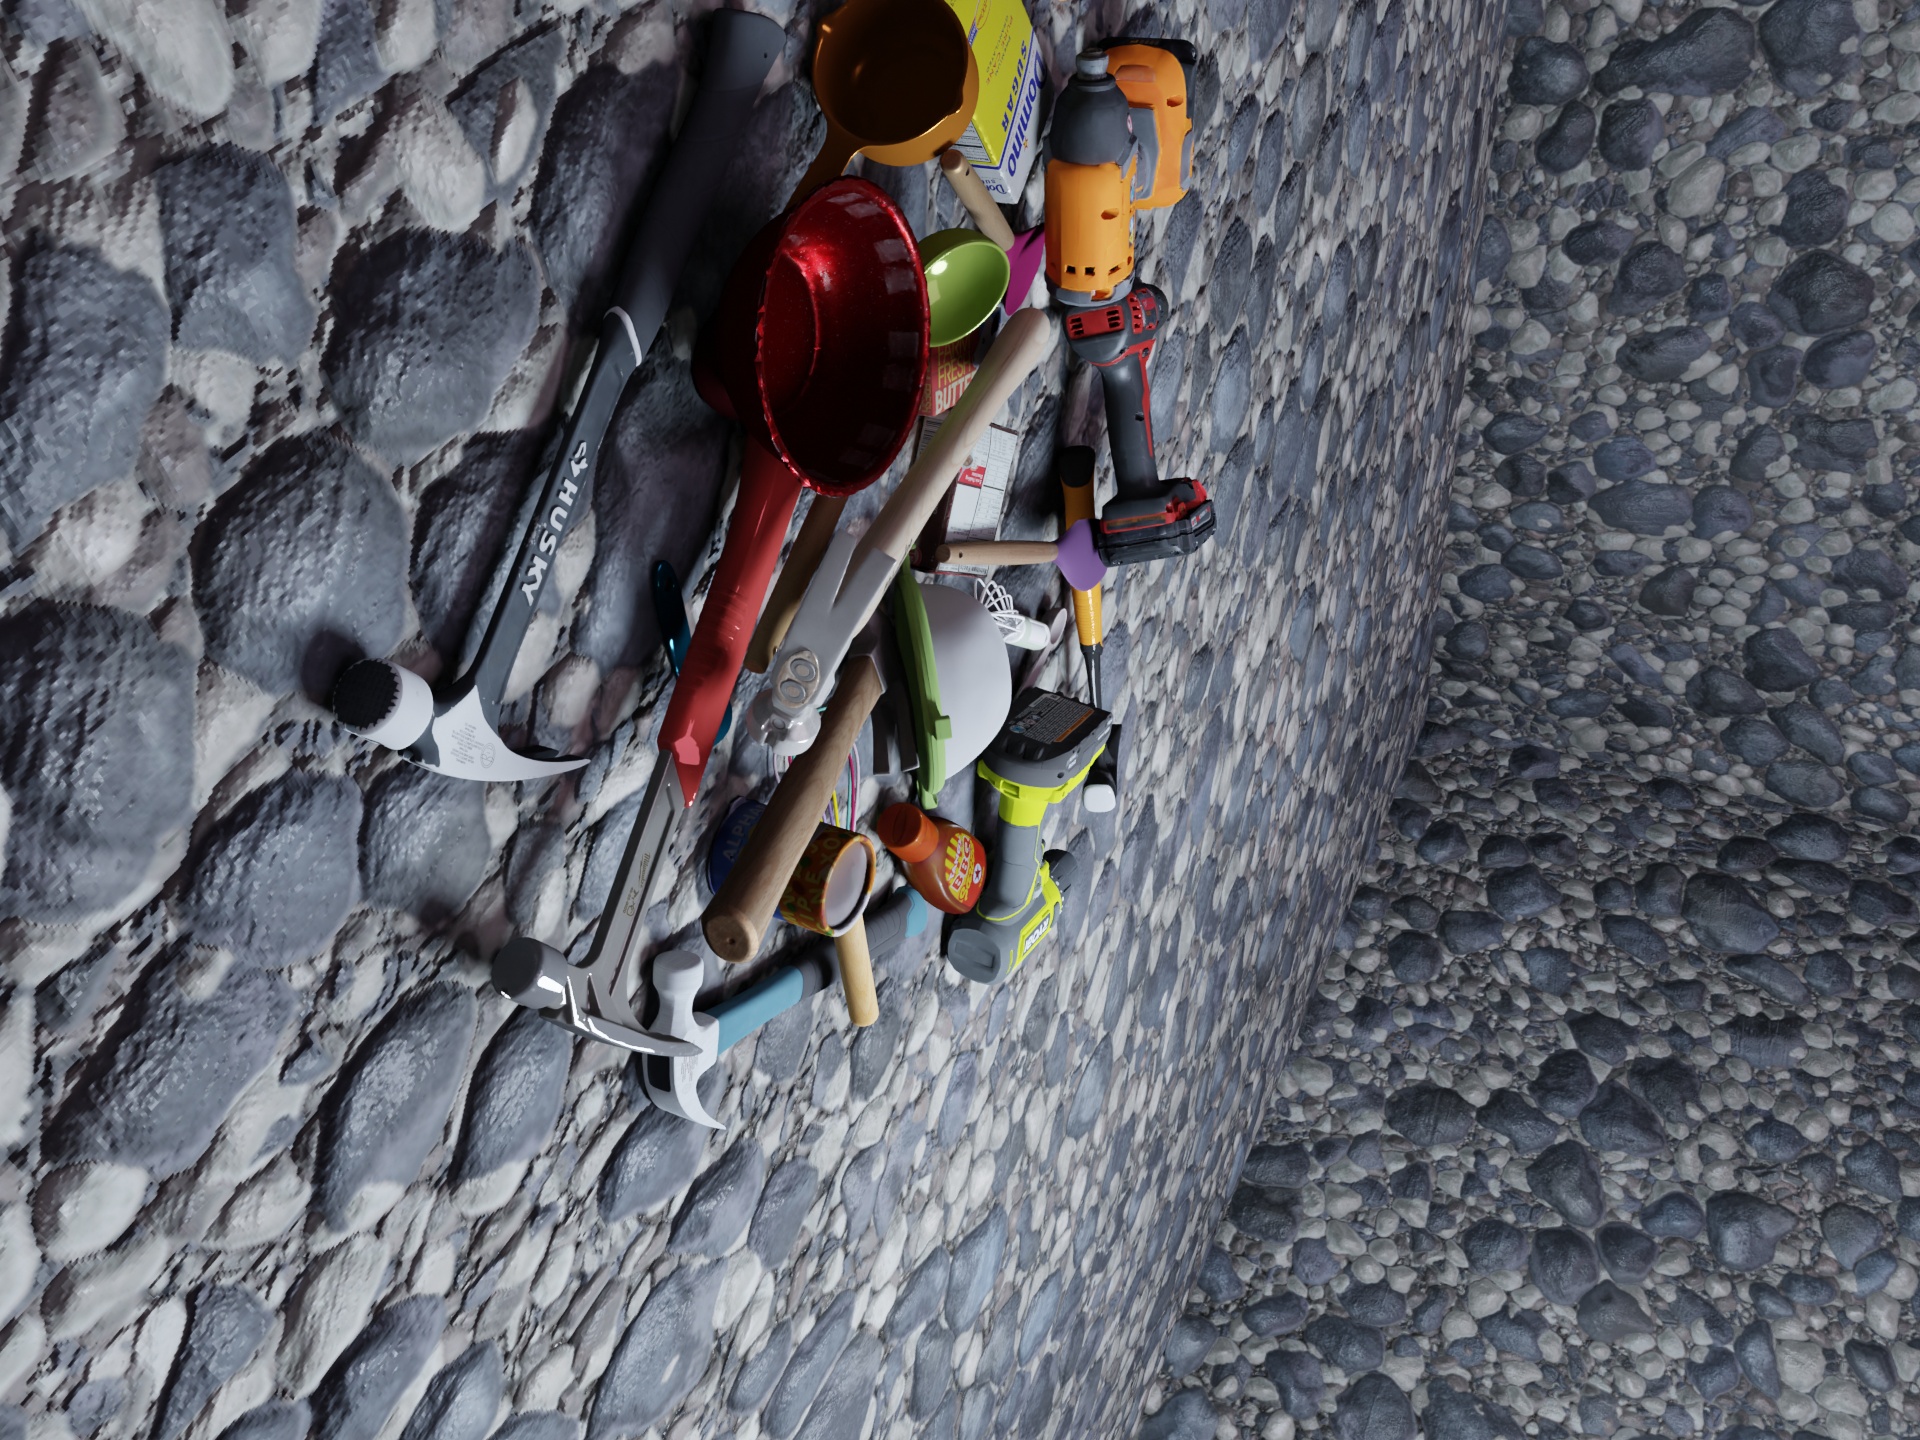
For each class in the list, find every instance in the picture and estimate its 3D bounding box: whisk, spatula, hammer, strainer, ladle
[{"bbox_3d":[-0.082,0.097,1.051,0.051,0.047,0.244,-38,129,-46],"label":"whisk"},{"bbox_3d":[0.057,-0.125,1.202,0.316,0.018,0.060,-12,108,-64],"label":"spatula"},{"bbox_3d":[-0.081,0.028,0.909,0.331,0.031,0.130,-69,143,-59],"label":"hammer"},{"bbox_3d":[0.038,-0.073,1.230,0.246,0.059,0.058,2,90,-76],"label":"whisk"},{"bbox_3d":[-0.165,-0.162,0.762,0.409,0.036,0.149,-71,157,-11],"label":"hammer"},{"bbox_3d":[-0.002,-0.004,1.117,0.256,0.069,0.152,90,-10,-61],"label":"strainer"},{"bbox_3d":[-0.012,-0.153,0.942,0.146,0.038,0.411,-59,-177,43],"label":"hammer"},{"bbox_3d":[-0.108,0.175,1.089,0.331,0.033,0.128,-22,122,-62],"label":"hammer"},{"bbox_3d":[0.115,-0.088,1.409,0.127,0.034,0.336,-79,164,-55],"label":"hammer"},{"bbox_3d":[-0.060,-0.238,0.965,0.315,0.031,0.069,-39,137,-57],"label":"ladle"},{"bbox_3d":[-0.138,-0.002,0.865,0.149,0.037,0.359,43,58,-55],"label":"hammer"},{"bbox_3d":[-0.047,-0.159,0.911,0.078,0.062,0.320,85,23,-61],"label":"ladle"}]

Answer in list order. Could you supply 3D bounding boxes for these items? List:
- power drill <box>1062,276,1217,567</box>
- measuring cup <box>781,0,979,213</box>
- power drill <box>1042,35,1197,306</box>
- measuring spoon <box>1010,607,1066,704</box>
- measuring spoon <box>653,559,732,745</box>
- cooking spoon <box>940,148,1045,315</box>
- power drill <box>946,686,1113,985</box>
[{"bbox_3d":[0.150,-0.255,1.313,0.188,0.080,0.226,-41,121,-64],"label":"power drill"},{"bbox_3d":[-0.055,-0.317,0.883,0.173,0.095,0.052,-57,170,9],"label":"measuring cup"},{"bbox_3d":[0.112,-0.414,1.132,0.227,0.084,0.164,-64,157,-49],"label":"power drill"},{"bbox_3d":[0.057,-0.044,1.361,0.124,0.018,0.034,-62,160,-12],"label":"measuring spoon"},{"bbox_3d":[-0.148,-0.034,0.889,0.042,0.021,0.128,-53,148,-41],"label":"measuring spoon"},{"bbox_3d":[0.024,-0.318,1.030,0.069,0.017,0.319,-65,172,7],"label":"cooking spoon"},{"bbox_3d":[0.065,0.094,1.370,0.190,0.080,0.228,-37,141,-55],"label":"power drill"}]
